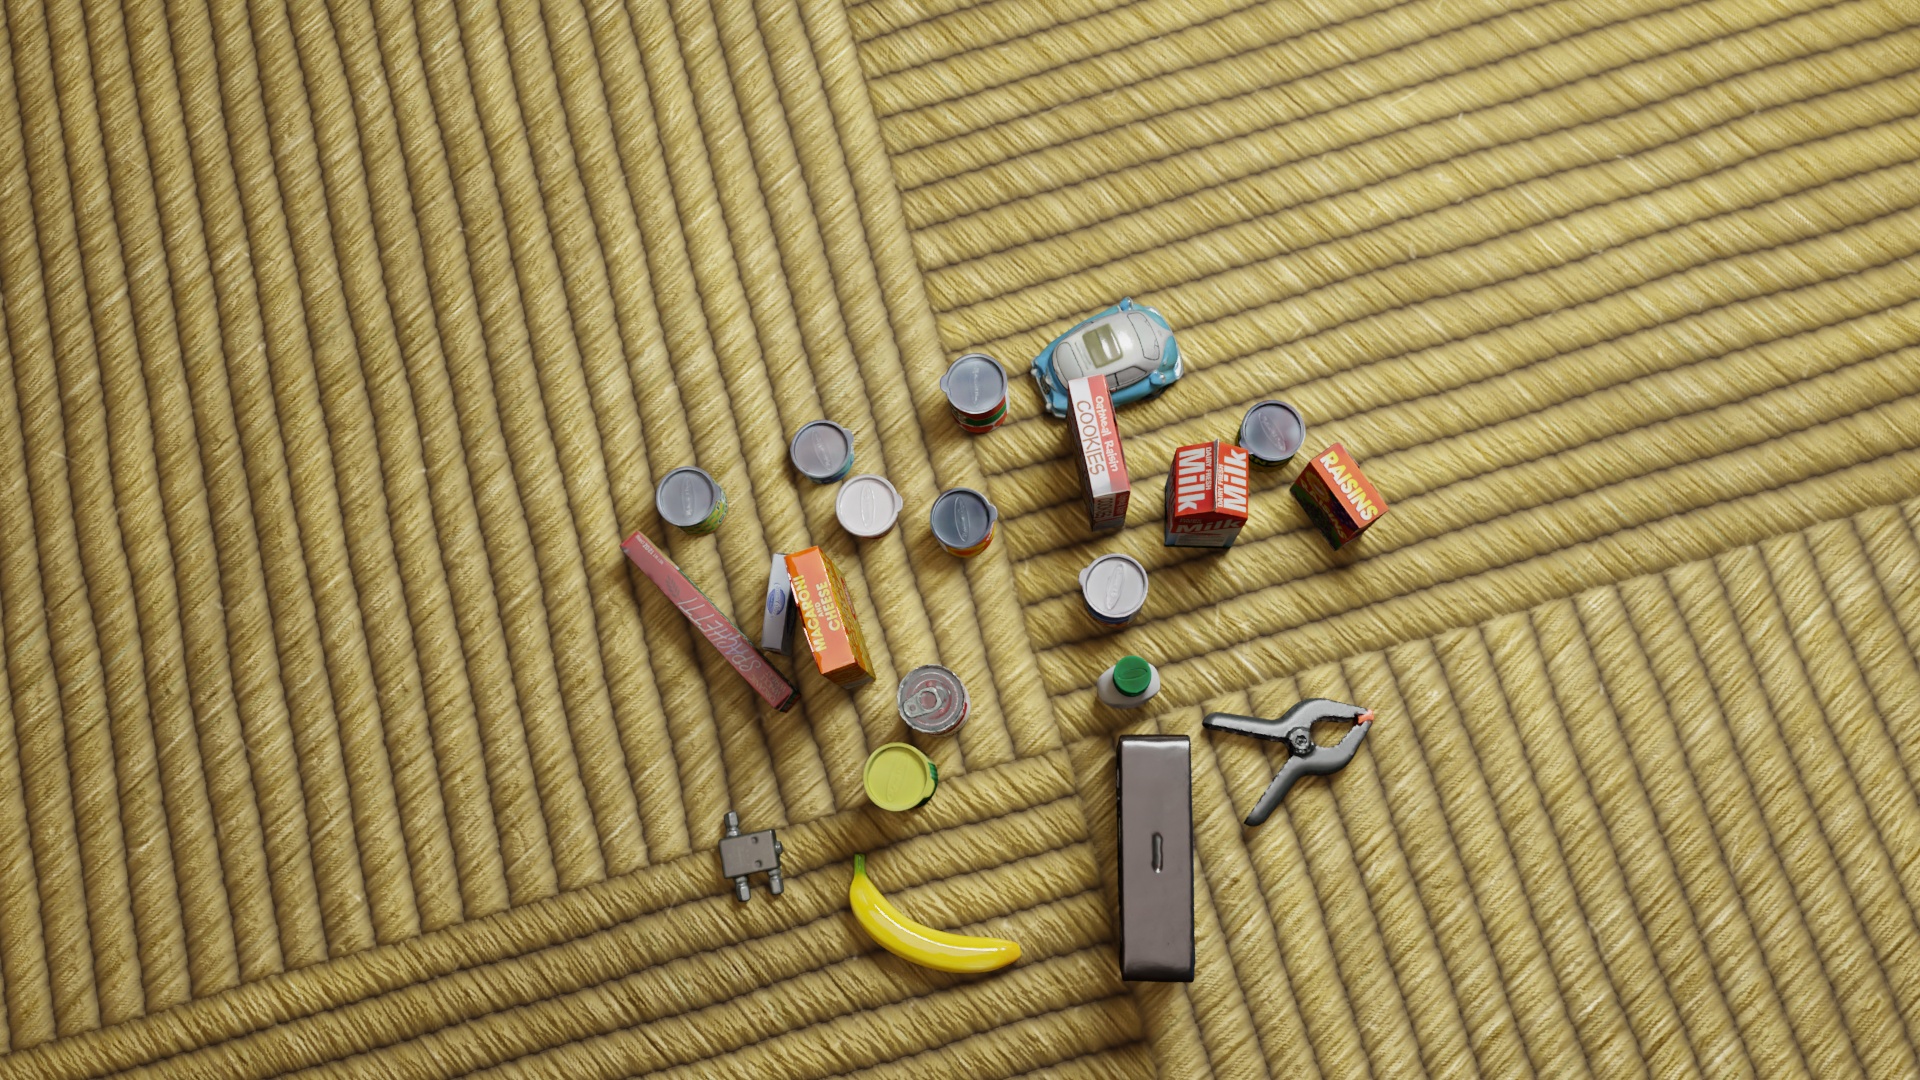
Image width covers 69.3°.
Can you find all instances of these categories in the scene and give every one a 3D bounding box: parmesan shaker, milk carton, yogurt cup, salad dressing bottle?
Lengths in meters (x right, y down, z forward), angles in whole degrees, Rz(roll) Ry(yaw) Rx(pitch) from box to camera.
[{"bbox_3d":[-0.056,0.241,1.404,0.071,0.103,0.071,-1,79,4],"label":"parmesan shaker"},{"bbox_3d":[0.248,-0.045,1.398,0.073,0.190,0.072,2,79,5],"label":"milk carton"},{"bbox_3d":[-0.097,-0.033,1.490,0.072,0.054,0.072,-1,78,4],"label":"yogurt cup"},{"bbox_3d":[0.169,0.141,1.387,0.064,0.147,0.044,-12,78,2],"label":"salad dressing bottle"}]

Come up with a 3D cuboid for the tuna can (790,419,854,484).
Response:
[{"bbox_3d":[-0.148,-0.098,1.518,0.071,0.032,0.071,-1,78,4],"label":"tuna can"}]

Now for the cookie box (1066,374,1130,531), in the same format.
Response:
[{"bbox_3d":[0.141,-0.087,1.427,0.040,0.167,0.123,-12,78,2],"label":"cookie box"}]

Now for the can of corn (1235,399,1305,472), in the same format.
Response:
[{"bbox_3d":[0.325,-0.108,1.474,0.071,0.058,0.071,-1,78,4],"label":"can of corn"}]

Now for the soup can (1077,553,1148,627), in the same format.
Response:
[{"bbox_3d":[0.157,0.052,1.439,0.071,0.083,0.071,-1,79,4],"label":"soup can"}]

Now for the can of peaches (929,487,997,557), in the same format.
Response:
[{"bbox_3d":[0.005,-0.019,1.478,0.071,0.058,0.071,-1,78,4],"label":"can of peaches"}]

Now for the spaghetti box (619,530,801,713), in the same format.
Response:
[{"bbox_3d":[-0.265,0.087,1.479,0.250,0.050,0.029,44,85,11],"label":"spaghetti box"}]

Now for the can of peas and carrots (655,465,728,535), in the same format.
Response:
[{"bbox_3d":[-0.287,-0.042,1.503,0.071,0.058,0.071,-1,78,4],"label":"can of peas and carrots"}]

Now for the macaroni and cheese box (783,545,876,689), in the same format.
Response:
[{"bbox_3d":[-0.131,0.082,1.411,0.040,0.166,0.124,-19,78,0],"label":"macaroni and cheese box"}]

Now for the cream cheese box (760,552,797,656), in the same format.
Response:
[{"bbox_3d":[-0.189,0.068,1.475,0.024,0.053,0.104,5,79,5],"label":"cream cheese box"}]

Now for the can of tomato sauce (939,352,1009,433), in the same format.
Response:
[{"bbox_3d":[0.017,-0.156,1.493,0.071,0.083,0.071,-1,79,4],"label":"can of tomato sauce"}]

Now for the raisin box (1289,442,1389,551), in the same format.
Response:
[{"bbox_3d":[0.387,-0.043,1.423,0.040,0.123,0.086,-33,78,-3],"label":"raisin box"}]
